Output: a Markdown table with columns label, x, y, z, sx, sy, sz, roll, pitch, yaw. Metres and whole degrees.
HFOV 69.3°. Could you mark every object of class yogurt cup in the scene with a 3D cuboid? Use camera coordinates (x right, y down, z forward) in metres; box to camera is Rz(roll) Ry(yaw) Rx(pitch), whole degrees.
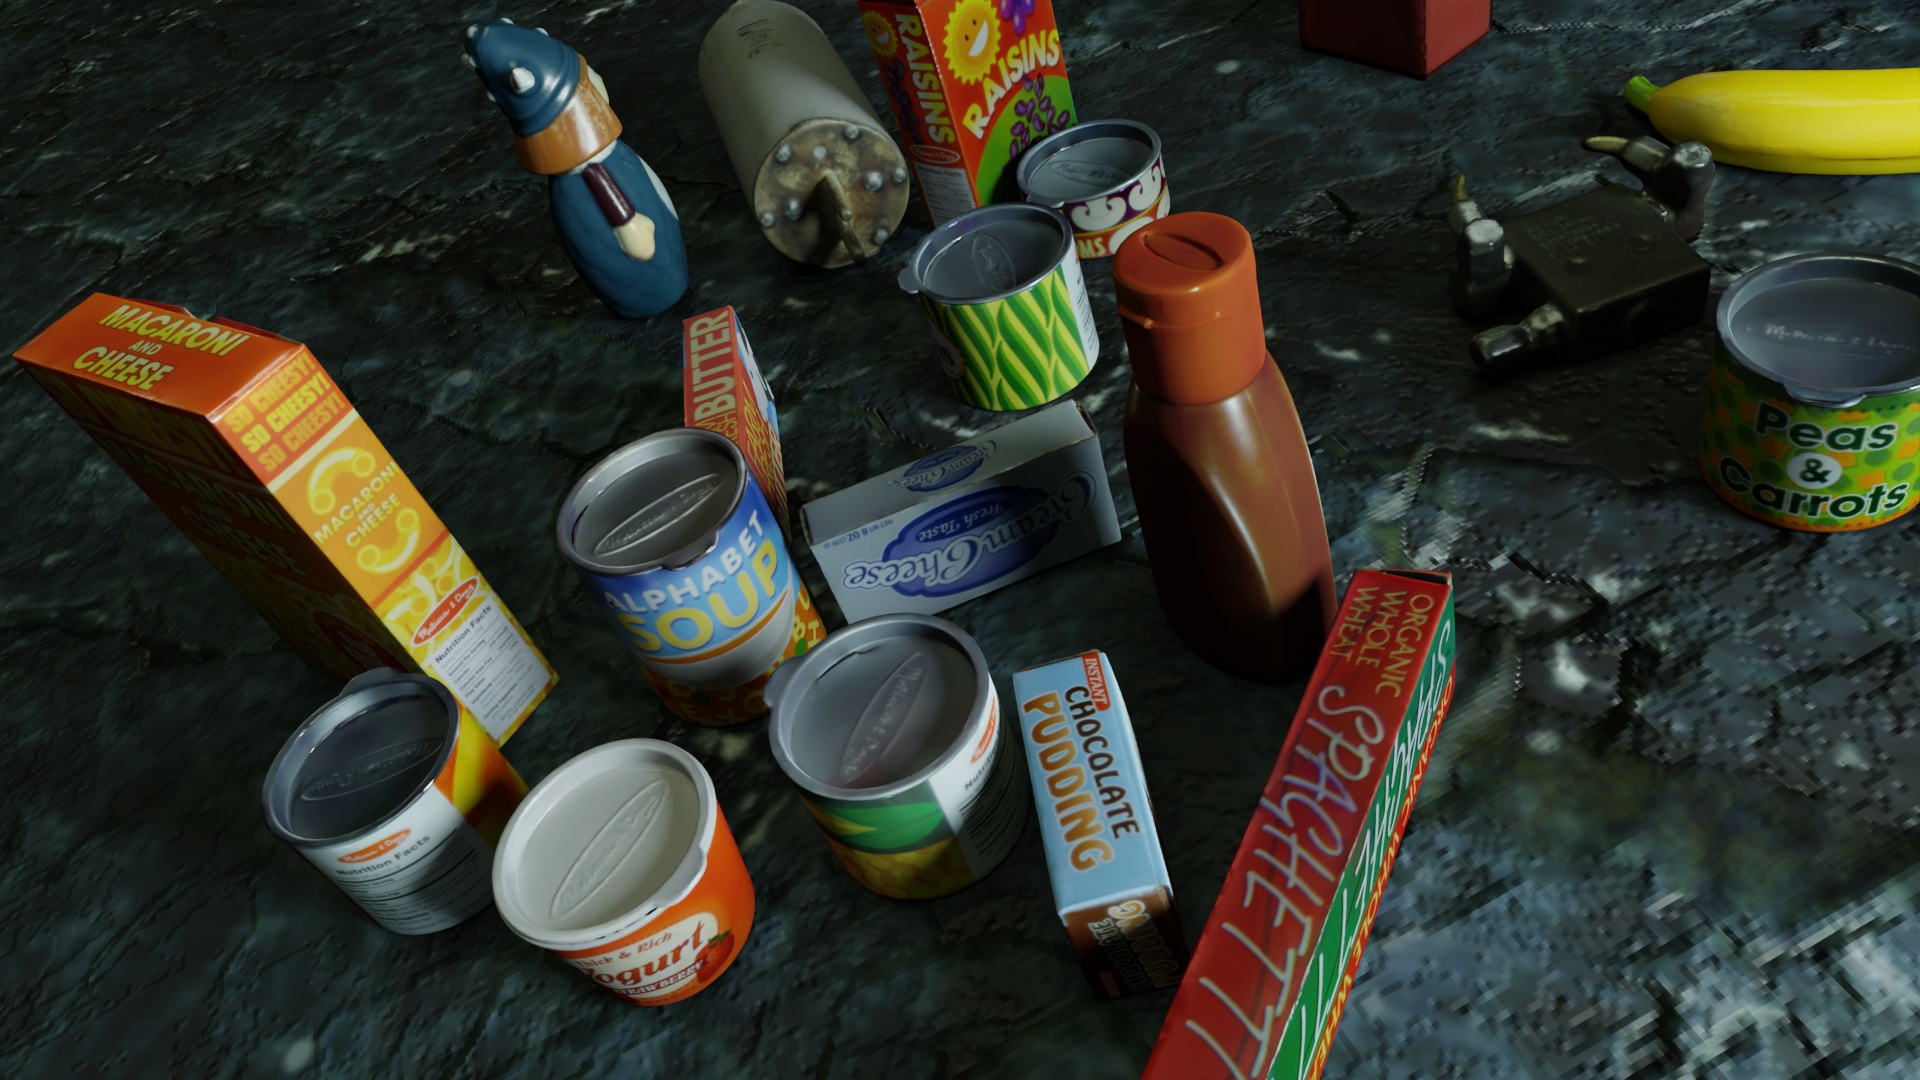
| label | x | y | z | sx | sy | sz | roll | pitch | yaw |
| --- | --- | --- | --- | --- | --- | --- | --- | --- | --- |
| yogurt cup | -0.096 | 0.101 | 0.413 | 0.072 | 0.053 | 0.073 | -11 | 44 | 11 |

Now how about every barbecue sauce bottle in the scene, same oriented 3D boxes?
| label | x | y | z | sx | sy | sz | roll | pitch | yaw |
| --- | --- | --- | --- | --- | --- | --- | --- | --- | --- |
| barbecue sauce bottle | 0.075 | -0.024 | 0.406 | 0.044 | 0.147 | 0.065 | -37 | 45 | -16 |

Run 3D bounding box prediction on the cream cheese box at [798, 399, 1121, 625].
| label | x | y | z | sx | sy | sz | roll | pitch | yaw |
| --- | --- | --- | --- | --- | --- | --- | --- | --- | --- |
| cream cheese box | 0.002 | -0.006 | 0.484 | 0.104 | 0.053 | 0.024 | -22 | 43 | -1 |

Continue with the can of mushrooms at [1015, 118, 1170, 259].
| label | x | y | z | sx | sy | sz | roll | pitch | yaw |
| --- | --- | --- | --- | --- | --- | --- | --- | --- | --- |
| can of mushrooms | 0.059 | -0.158 | 0.629 | 0.071 | 0.033 | 0.071 | -11 | 44 | 11 |

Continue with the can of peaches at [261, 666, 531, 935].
| label | x | y | z | sx | sy | sz | roll | pitch | yaw |
| --- | --- | --- | --- | --- | --- | --- | --- | --- | --- |
| can of peaches | -0.182 | 0.085 | 0.458 | 0.071 | 0.057 | 0.071 | -11 | 44 | 11 |

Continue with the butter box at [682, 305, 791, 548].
| label | x | y | z | sx | sy | sz | roll | pitch | yaw |
| --- | --- | --- | --- | --- | --- | --- | --- | --- | --- |
| butter box | -0.090 | -0.044 | 0.556 | 0.024 | 0.053 | 0.104 | -18 | 43 | 4 |

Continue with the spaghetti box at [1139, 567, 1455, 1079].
| label | x | y | z | sx | sy | sz | roll | pitch | yaw |
| --- | --- | --- | --- | --- | --- | --- | --- | --- | --- |
| spaghetti box | 0.076 | 0.111 | 0.342 | 0.029 | 0.050 | 0.251 | 11 | 52 | 30 |

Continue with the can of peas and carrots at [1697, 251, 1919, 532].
| label | x | y | z | sx | sy | sz | roll | pitch | yaw |
| --- | --- | --- | --- | --- | --- | --- | --- | --- | --- |
| can of peas and carrots | 0.262 | -0.043 | 0.420 | 0.071 | 0.058 | 0.071 | -11 | 44 | 11 |

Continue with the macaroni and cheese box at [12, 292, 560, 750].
| label | x | y | z | sx | sy | sz | roll | pitch | yaw |
| --- | --- | --- | --- | --- | --- | --- | --- | --- | --- |
| macaroni and cheese box | -0.230 | -0.005 | 0.487 | 0.124 | 0.165 | 0.040 | 15 | 54 | 32 |

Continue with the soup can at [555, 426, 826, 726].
| label | x | y | z | sx | sy | sz | roll | pitch | yaw |
| --- | --- | --- | --- | --- | --- | --- | --- | --- | --- |
| soup can | -0.088 | 0.016 | 0.474 | 0.071 | 0.083 | 0.072 | -11 | 44 | 11 |

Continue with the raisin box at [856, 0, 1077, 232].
| label | x | y | z | sx | sy | sz | roll | pitch | yaw |
| --- | --- | --- | --- | --- | --- | --- | --- | --- | --- |
| raisin box | 0.008 | -0.211 | 0.636 | 0.040 | 0.122 | 0.086 | 20 | 56 | 35 |

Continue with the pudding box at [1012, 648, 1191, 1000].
| label | x | y | z | sx | sy | sz | roll | pitch | yaw |
| --- | --- | --- | --- | --- | --- | --- | --- | --- | --- |
| pudding box | 0.039 | 0.078 | 0.389 | 0.030 | 0.049 | 0.084 | -16 | 43 | 5 |

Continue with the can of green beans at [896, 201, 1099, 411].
| label | x | y | z | sx | sy | sz | roll | pitch | yaw |
| --- | --- | --- | --- | --- | --- | --- | --- | --- | --- |
| can of green beans | 0.019 | -0.095 | 0.563 | 0.071 | 0.057 | 0.071 | -11 | 44 | 11 |

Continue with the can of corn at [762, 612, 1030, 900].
| label | x | y | z | sx | sy | sz | roll | pitch | yaw |
| --- | --- | --- | --- | --- | --- | --- | --- | --- | --- |
| can of corn | -0.019 | 0.065 | 0.418 | 0.071 | 0.058 | 0.071 | -11 | 44 | 11 |
